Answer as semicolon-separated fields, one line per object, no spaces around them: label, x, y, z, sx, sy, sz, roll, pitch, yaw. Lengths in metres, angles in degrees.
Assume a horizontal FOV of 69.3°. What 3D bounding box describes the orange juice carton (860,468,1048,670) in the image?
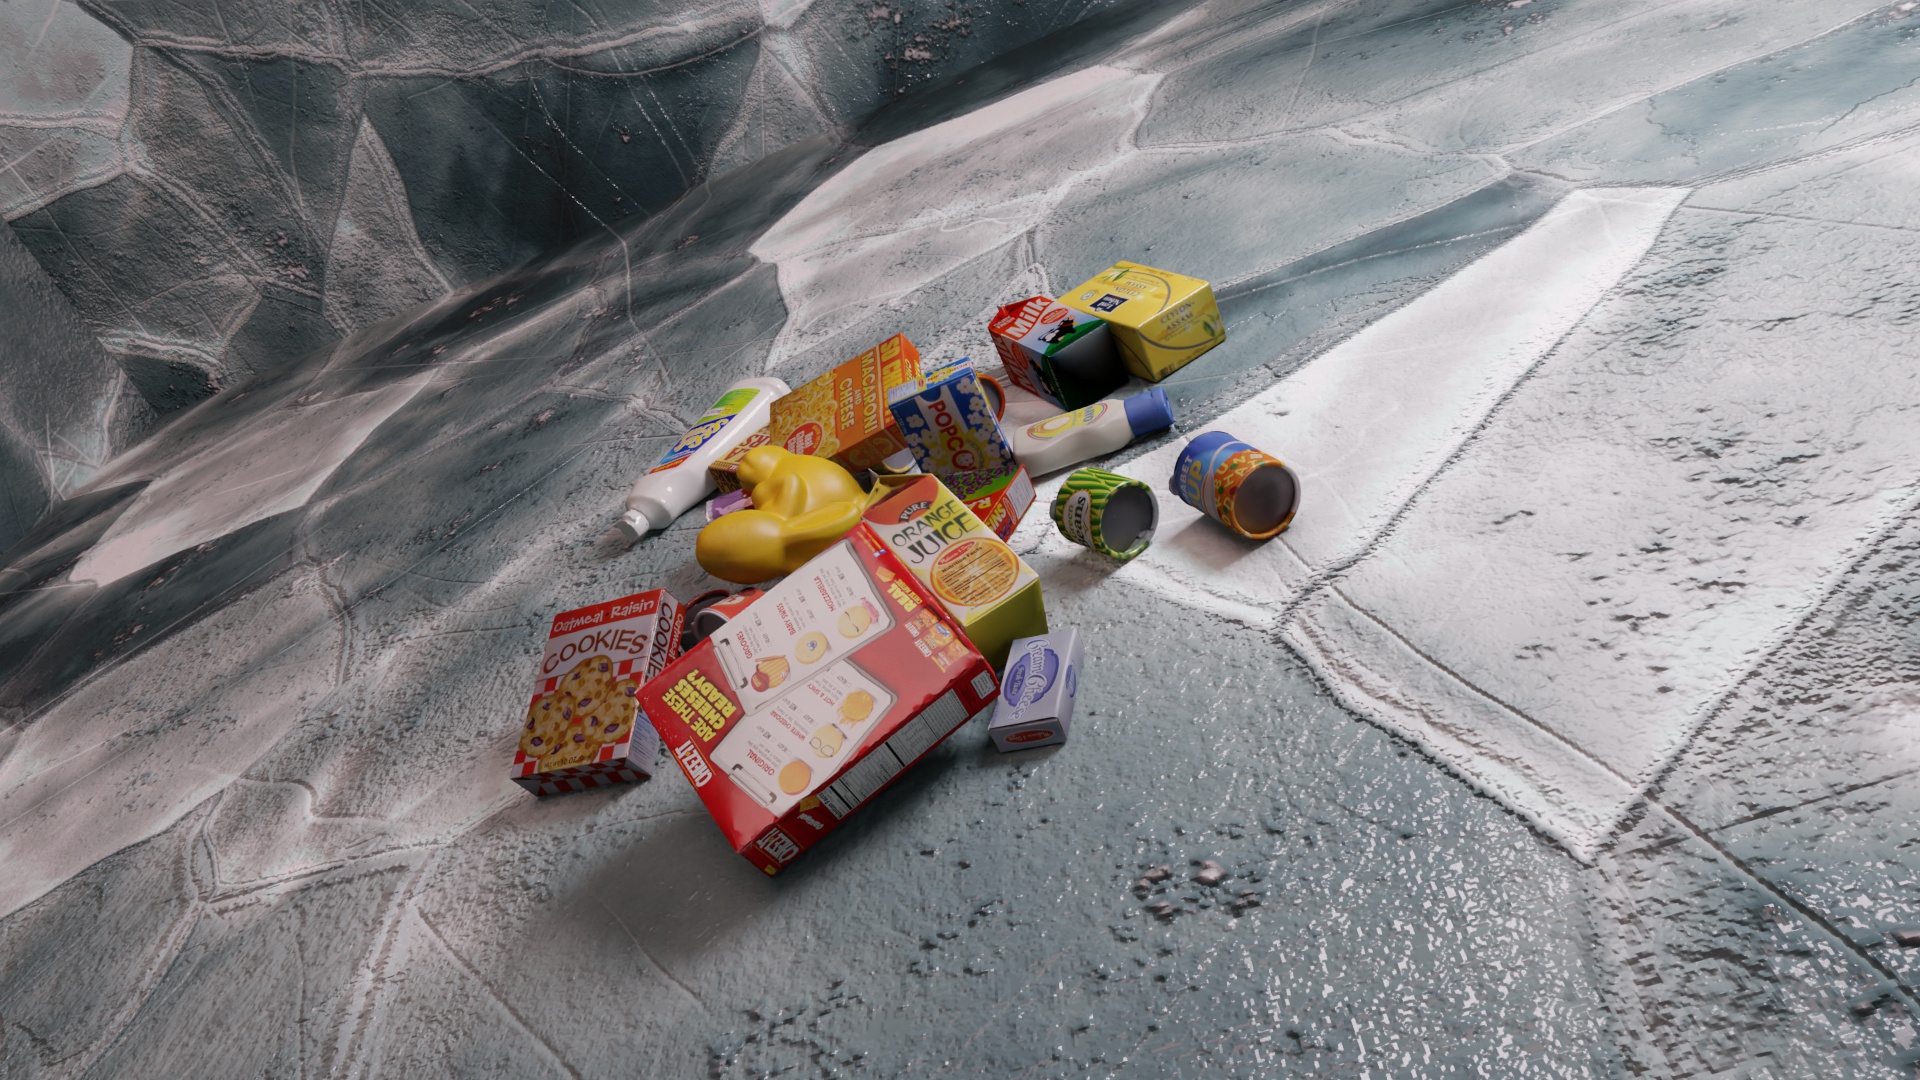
orange juice carton;-0.017;0.016;1.108;0.073;0.071;0.193;-32;50;-17

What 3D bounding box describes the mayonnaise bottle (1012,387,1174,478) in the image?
mayonnaise bottle;0.123;-0.103;1.297;0.148;0.041;0.065;-18;27;15

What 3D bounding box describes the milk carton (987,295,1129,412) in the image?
milk carton;0.091;-0.201;1.458;0.073;0.072;0.191;-32;28;-11

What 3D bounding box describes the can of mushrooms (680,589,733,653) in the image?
can of mushrooms;-0.233;0.076;1.291;0.071;0.033;0.071;-20;28;12

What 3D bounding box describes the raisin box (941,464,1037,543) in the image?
raisin box;0.004;-0.016;1.248;0.086;0.040;0.124;-3;36;34

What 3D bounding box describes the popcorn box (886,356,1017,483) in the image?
popcorn box;-0.006;-0.100;1.307;0.085;0.126;0.038;-22;33;8

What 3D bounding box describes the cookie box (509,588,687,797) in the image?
cookie box;-0.311;0.129;1.200;0.123;0.040;0.168;-13;50;22

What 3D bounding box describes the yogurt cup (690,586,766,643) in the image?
yogurt cup;-0.193;0.077;1.226;0.072;0.072;0.054;3;31;42

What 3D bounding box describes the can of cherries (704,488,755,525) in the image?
can of cherries;-0.218;-0.018;1.404;0.058;0.071;0.072;-20;28;8

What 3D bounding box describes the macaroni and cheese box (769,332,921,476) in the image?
macaroni and cheese box;-0.114;-0.122;1.396;0.166;0.040;0.124;-25;46;20

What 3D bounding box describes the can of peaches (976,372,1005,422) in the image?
can of peaches;0.007;-0.144;1.439;0.071;0.071;0.058;-35;29;-18

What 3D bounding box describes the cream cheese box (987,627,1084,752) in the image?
cream cheese box;0.057;0.107;1.011;0.053;0.024;0.104;-13;30;22

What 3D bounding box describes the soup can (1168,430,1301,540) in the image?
soup can;0.215;-0.042;1.093;0.071;0.071;0.084;-31;28;-10

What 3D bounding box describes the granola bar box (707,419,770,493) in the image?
granola bar box;-0.183;-0.093;1.533;0.165;0.039;0.125;11;44;48

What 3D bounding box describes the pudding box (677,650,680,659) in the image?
pudding box;-0.297;0.124;1.265;0.049;0.030;0.084;-12;31;25

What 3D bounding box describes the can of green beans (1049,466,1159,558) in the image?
can of green beans;0.120;-0.023;1.138;0.071;0.071;0.058;-37;30;-20

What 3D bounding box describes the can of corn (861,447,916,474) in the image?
can of corn;-0.085;-0.103;1.436;0.058;0.071;0.071;6;41;44
